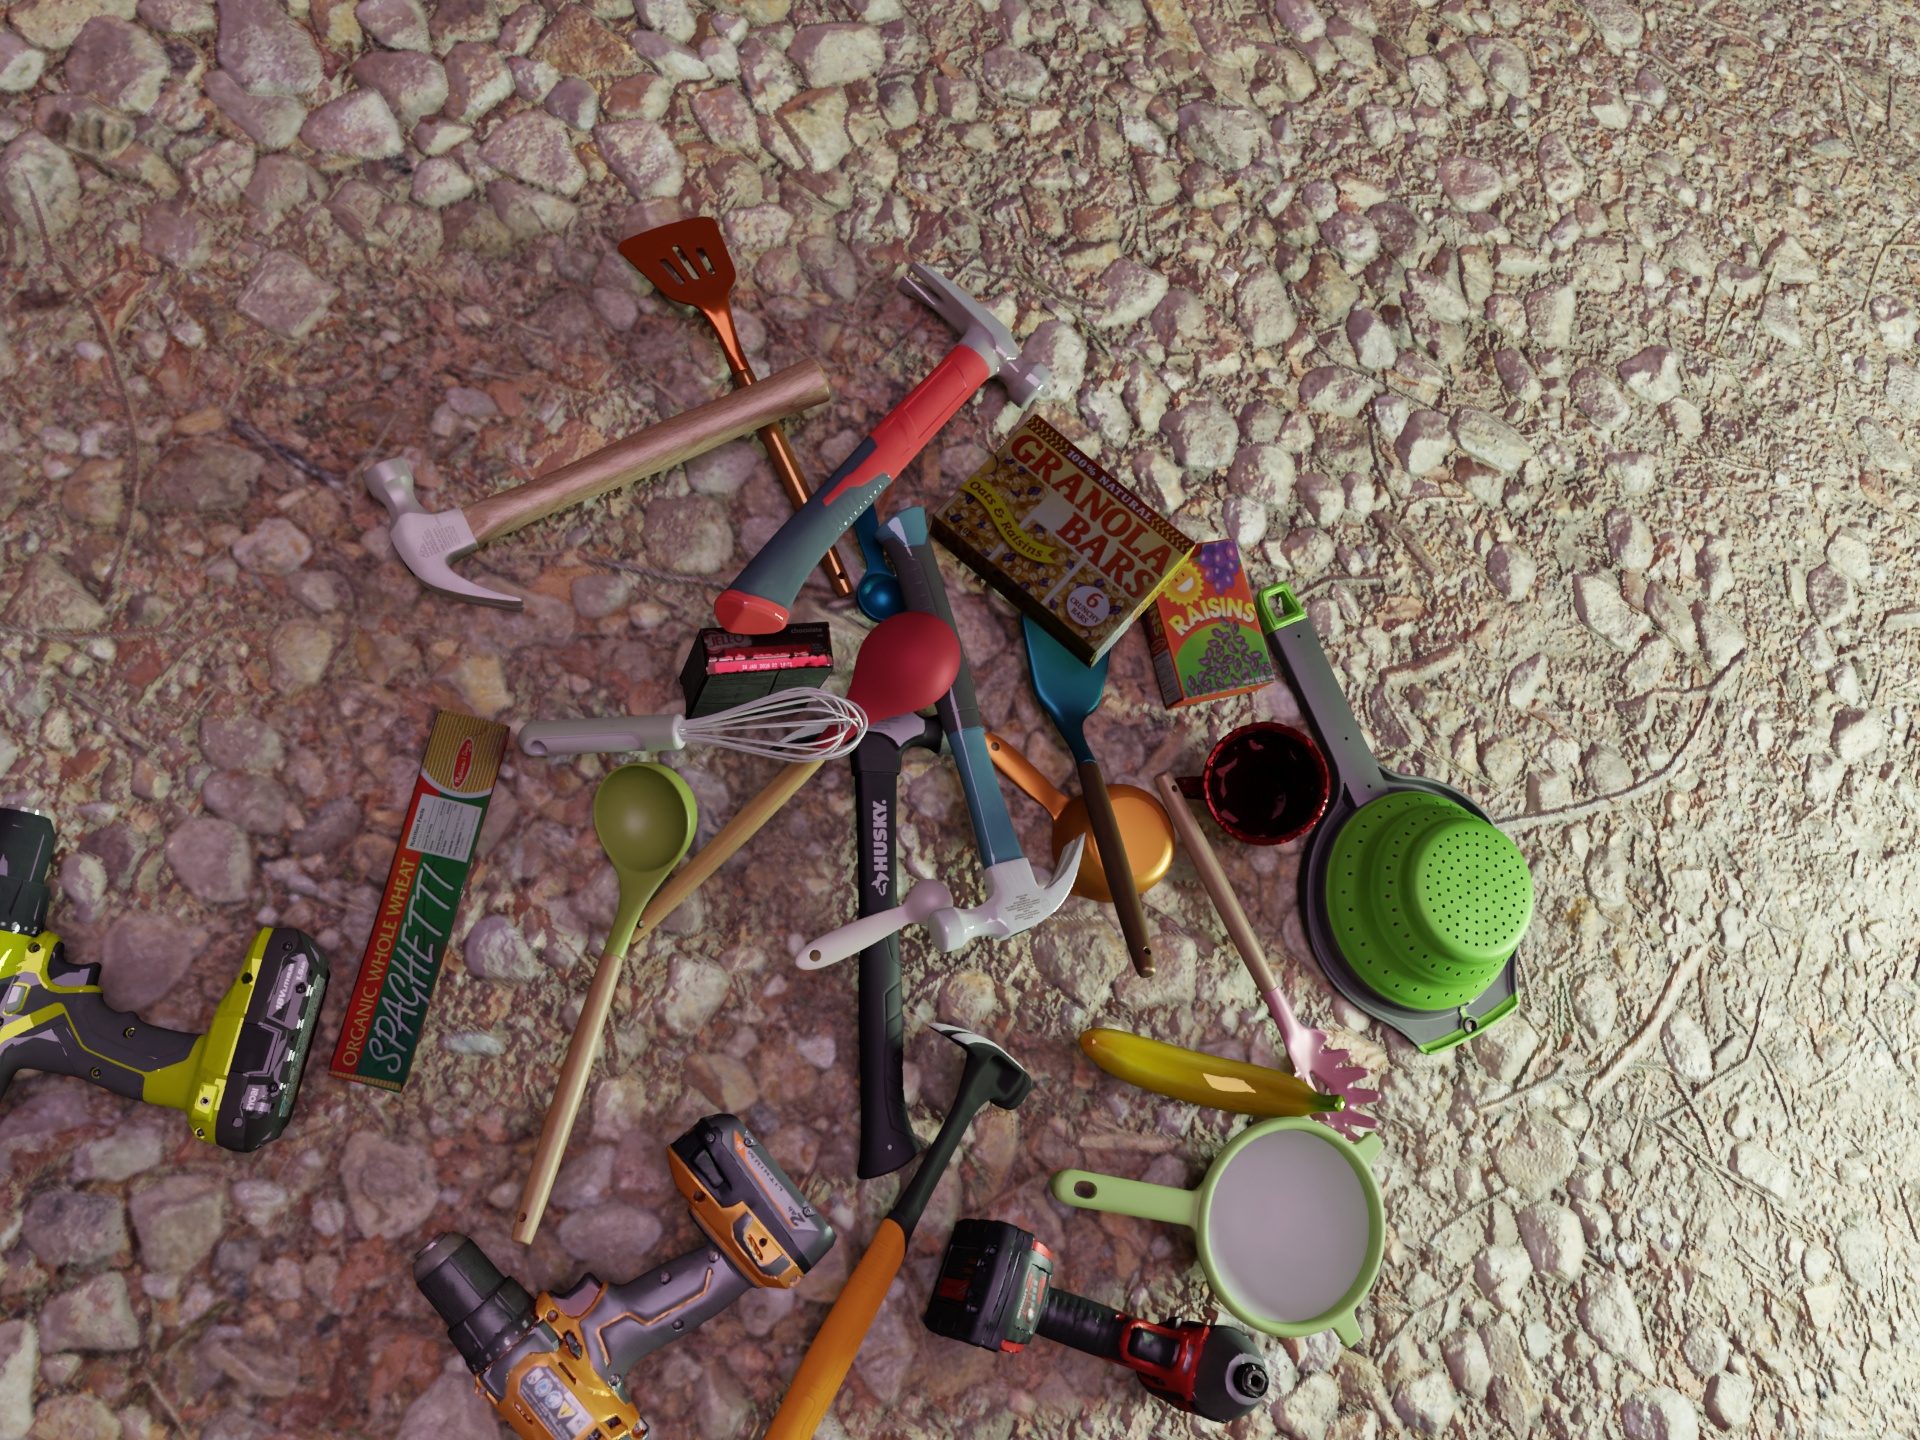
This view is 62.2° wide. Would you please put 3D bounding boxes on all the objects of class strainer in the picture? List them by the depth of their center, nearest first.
[{"bbox_3d":[0.178,0.353,1.146,0.256,0.069,0.151,14,76,-13],"label":"strainer"}]

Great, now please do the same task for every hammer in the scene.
[{"bbox_3d":[-0.058,0.365,1.061,0.034,0.127,0.337,19,72,32],"label":"hammer"},{"bbox_3d":[-0.064,0.154,1.137,0.146,0.035,0.335,2,77,-18],"label":"hammer"},{"bbox_3d":[-0.245,-0.182,1.145,0.331,0.031,0.130,-26,88,-14],"label":"hammer"},{"bbox_3d":[-0.072,-0.199,1.157,0.143,0.038,0.386,40,51,-5],"label":"hammer"},{"bbox_3d":[-0.002,-0.004,1.158,0.128,0.033,0.331,-10,74,-25],"label":"hammer"}]

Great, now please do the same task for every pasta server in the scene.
[{"bbox_3d":[0.226,0.177,1.197,0.060,0.040,0.316,-32,98,-37],"label":"pasta server"}]

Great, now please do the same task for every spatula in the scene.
[{"bbox_3d":[0.101,0.046,1.154,0.082,0.044,0.318,11,43,-24],"label":"spatula"},{"bbox_3d":[-0.157,-0.239,1.210,0.081,0.041,0.322,-25,90,-21],"label":"spatula"}]

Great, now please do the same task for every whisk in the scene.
[{"bbox_3d":[-0.185,0.008,1.088,0.246,0.057,0.059,-3,44,8],"label":"whisk"}]

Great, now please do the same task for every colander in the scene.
[{"bbox_3d":[0.344,0.063,1.253,0.204,0.094,0.397,-22,85,-21],"label":"colander"}]

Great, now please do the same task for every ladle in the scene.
[{"bbox_3d":[-0.241,0.175,1.037,0.078,0.062,0.320,1,61,22],"label":"ladle"},{"bbox_3d":[-0.120,0.040,1.113,0.069,0.031,0.315,45,84,5],"label":"ladle"}]

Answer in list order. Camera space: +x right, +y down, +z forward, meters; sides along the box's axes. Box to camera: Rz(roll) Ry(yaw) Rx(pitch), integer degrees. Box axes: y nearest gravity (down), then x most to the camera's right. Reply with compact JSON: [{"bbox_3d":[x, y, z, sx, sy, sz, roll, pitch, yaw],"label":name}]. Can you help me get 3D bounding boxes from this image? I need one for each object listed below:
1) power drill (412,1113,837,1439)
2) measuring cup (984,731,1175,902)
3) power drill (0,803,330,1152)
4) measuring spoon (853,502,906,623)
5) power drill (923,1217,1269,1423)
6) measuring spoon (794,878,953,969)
[{"bbox_3d":[-0.217,0.350,1.021,0.226,0.084,0.185,-40,89,-17],"label":"power drill"},{"bbox_3d":[0.087,0.064,1.195,0.173,0.052,0.095,41,69,-7],"label":"measuring cup"},{"bbox_3d":[-0.516,0.162,0.972,0.228,0.080,0.191,13,74,-11],"label":"power drill"},{"bbox_3d":[-0.071,-0.130,1.215,0.042,0.021,0.129,-4,69,-27],"label":"measuring spoon"},{"bbox_3d":[0.098,0.411,1.070,0.219,0.143,0.079,24,69,-8],"label":"power drill"},{"bbox_3d":[-0.059,0.145,1.112,0.124,0.018,0.034,-23,86,-21],"label":"measuring spoon"}]
